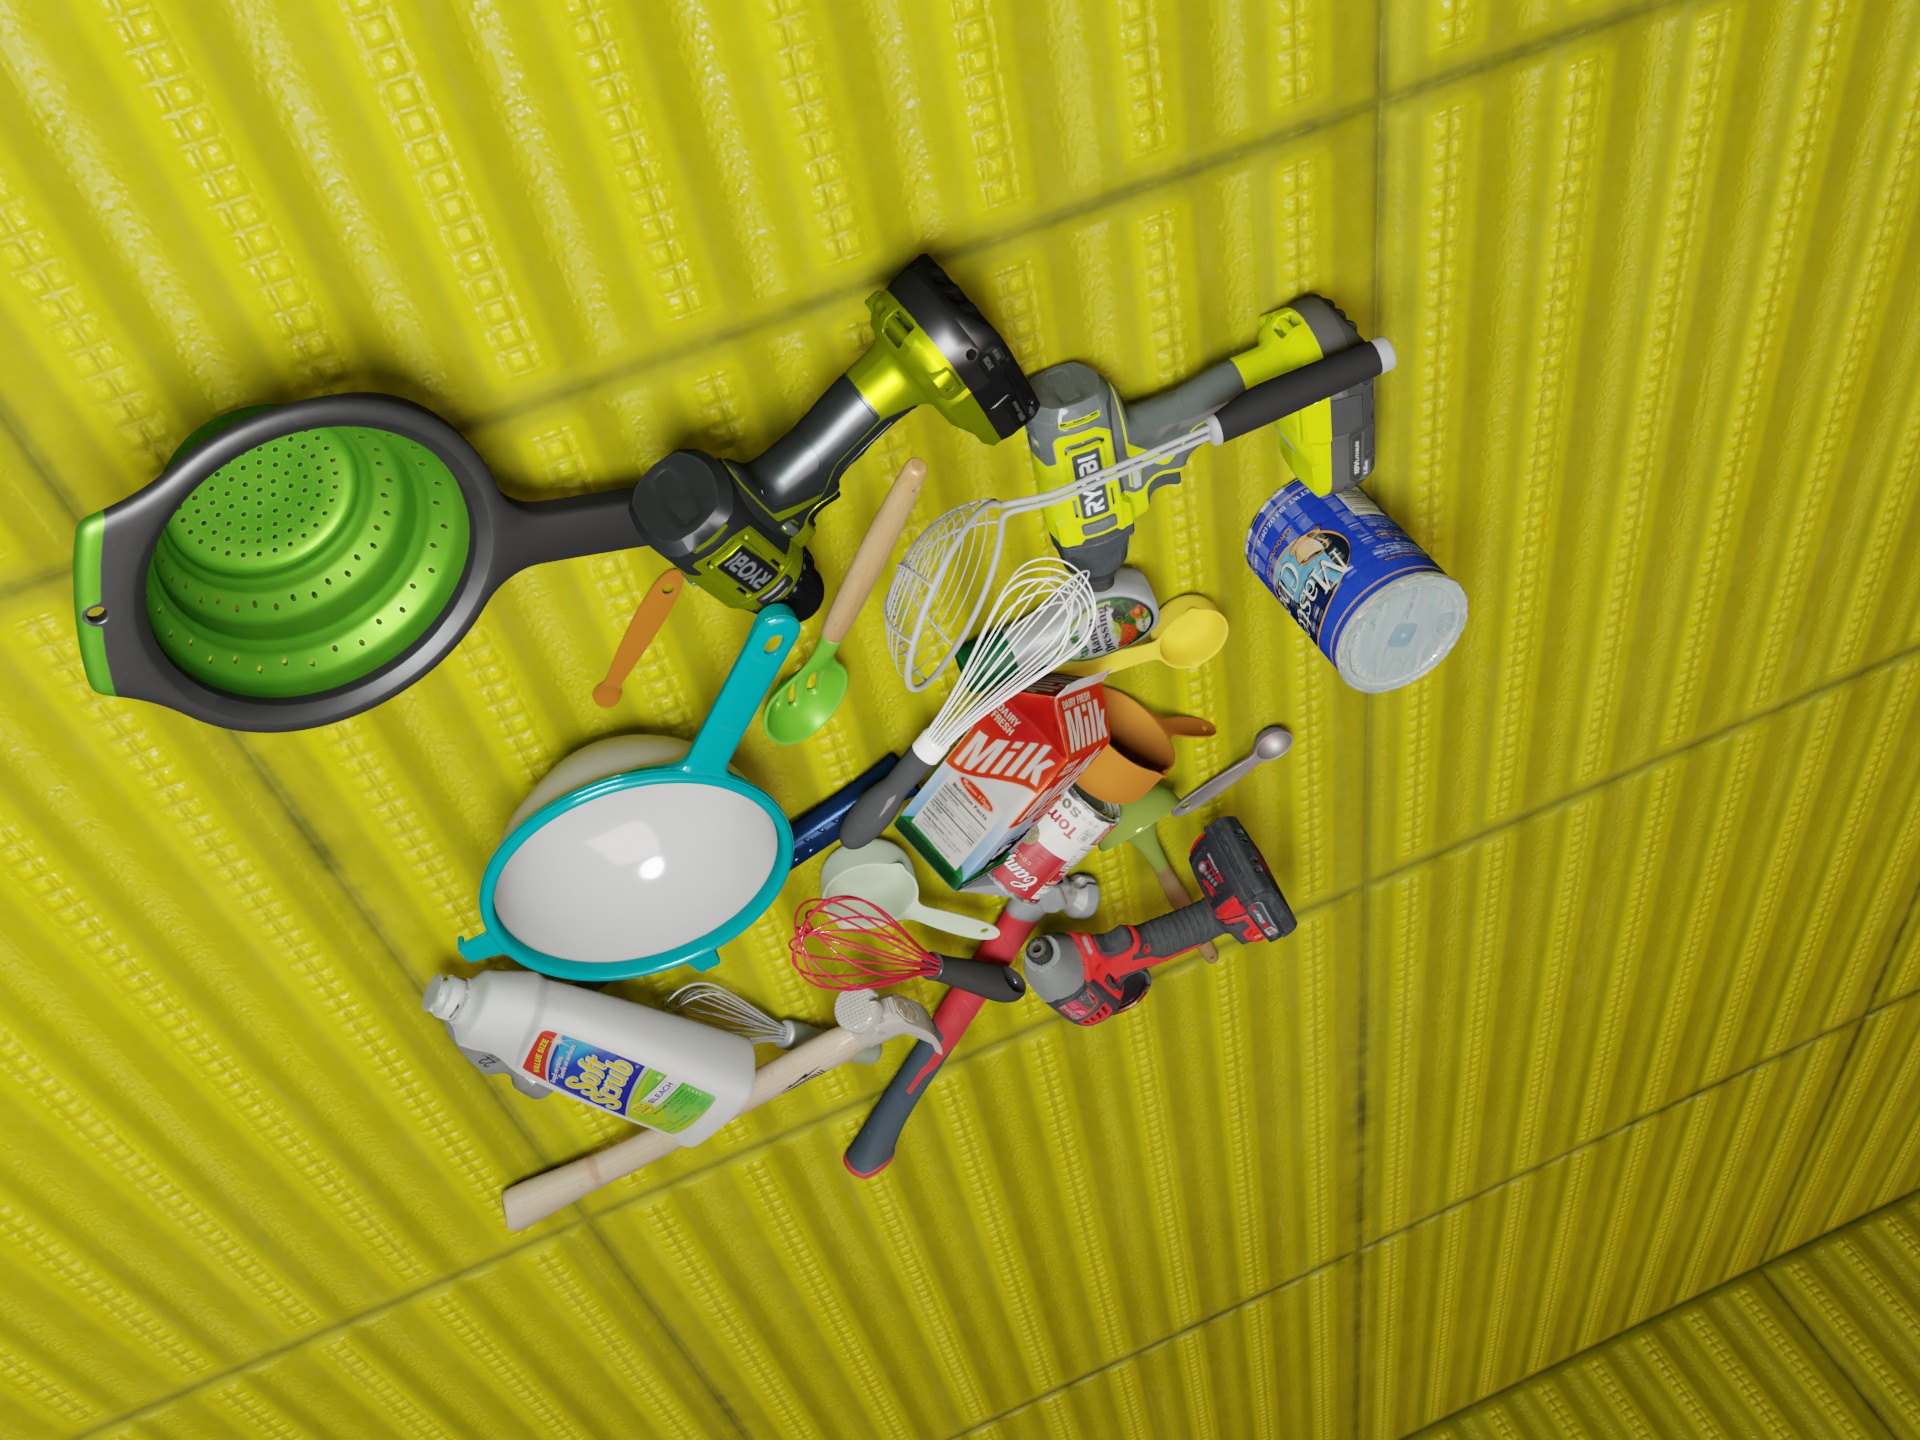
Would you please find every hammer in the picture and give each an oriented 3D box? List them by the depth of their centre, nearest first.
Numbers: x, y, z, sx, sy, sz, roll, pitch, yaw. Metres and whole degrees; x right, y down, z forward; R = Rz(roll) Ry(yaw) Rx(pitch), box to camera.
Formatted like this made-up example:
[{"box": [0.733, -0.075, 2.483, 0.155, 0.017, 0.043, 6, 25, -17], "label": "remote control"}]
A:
[{"box": [-0.211, 0.148, 1.210, 0.405, 0.035, 0.143, -34, 136, 5], "label": "hammer"}, {"box": [-0.211, 0.336, 1.342, 0.410, 0.038, 0.146, -29, 150, 14], "label": "hammer"}, {"box": [-0.026, 0.275, 1.419, 0.143, 0.038, 0.386, 11, 124, -32], "label": "hammer"}]

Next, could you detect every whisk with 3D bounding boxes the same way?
[{"box": [-0.001, -0.004, 1.117, 0.070, 0.070, 0.284, 18, 125, -38], "label": "whisk"}, {"box": [-0.035, 0.192, 1.259, 0.073, 0.073, 0.295, -45, 143, 16], "label": "whisk"}, {"box": [-0.154, 0.262, 1.338, 0.246, 0.058, 0.059, 23, 96, -45], "label": "whisk"}]

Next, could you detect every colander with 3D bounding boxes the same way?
[{"box": [-0.297, -0.119, 0.901, 0.397, 0.095, 0.204, -16, 137, -39], "label": "colander"}]

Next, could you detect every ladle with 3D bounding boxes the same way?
[{"box": [0.189, 0.149, 1.402, 0.078, 0.062, 0.319, -32, 139, 1], "label": "ladle"}]

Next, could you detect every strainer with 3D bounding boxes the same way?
[{"box": [-0.198, 0.033, 1.062, 0.210, 0.095, 0.340, 9, 128, -35], "label": "strainer"}]

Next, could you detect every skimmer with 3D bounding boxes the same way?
[{"box": [0.115, -0.132, 0.989, 0.363, 0.090, 0.127, -24, 164, 0], "label": "skimmer"}]

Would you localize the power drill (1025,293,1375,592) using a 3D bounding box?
[{"box": [0.159, -0.183, 1.071, 0.223, 0.080, 0.171, -20, 135, -4], "label": "power drill"}]

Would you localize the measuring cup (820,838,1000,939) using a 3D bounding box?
[{"box": [-0.038, 0.140, 1.276, 0.167, 0.038, 0.083, 22, 124, -32], "label": "measuring cup"}]

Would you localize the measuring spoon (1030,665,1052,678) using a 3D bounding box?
[{"box": [0.048, 0.006, 1.231, 0.042, 0.021, 0.128, -4, 122, -29], "label": "measuring spoon"}]

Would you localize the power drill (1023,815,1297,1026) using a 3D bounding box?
[{"box": [0.157, 0.175, 1.327, 0.219, 0.079, 0.143, -30, 145, 10], "label": "power drill"}]

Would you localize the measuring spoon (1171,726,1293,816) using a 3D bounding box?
[{"box": [0.228, 0.042, 1.356, 0.124, 0.018, 0.034, -37, 136, 18], "label": "measuring spoon"}]

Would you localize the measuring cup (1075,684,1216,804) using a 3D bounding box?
[{"box": [0.142, 0.022, 1.256, 0.173, 0.095, 0.052, -1, 140, -51], "label": "measuring cup"}]

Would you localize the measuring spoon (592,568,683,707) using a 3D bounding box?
[{"box": [-0.211, -0.052, 1.045, 0.021, 0.011, 0.117, 15, 121, -36], "label": "measuring spoon"}]

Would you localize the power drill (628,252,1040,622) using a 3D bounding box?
[{"box": [-0.068, -0.152, 0.953, 0.228, 0.080, 0.190, -40, 159, 5], "label": "power drill"}]

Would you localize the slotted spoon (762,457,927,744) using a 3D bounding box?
[{"box": [-0.073, -0.070, 1.012, 0.070, 0.031, 0.313, -25, 163, -30], "label": "slotted spoon"}]

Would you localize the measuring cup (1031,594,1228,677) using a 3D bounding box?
[{"box": [0.125, -0.057, 1.206, 0.156, 0.029, 0.062, -15, 135, -4], "label": "measuring cup"}]
